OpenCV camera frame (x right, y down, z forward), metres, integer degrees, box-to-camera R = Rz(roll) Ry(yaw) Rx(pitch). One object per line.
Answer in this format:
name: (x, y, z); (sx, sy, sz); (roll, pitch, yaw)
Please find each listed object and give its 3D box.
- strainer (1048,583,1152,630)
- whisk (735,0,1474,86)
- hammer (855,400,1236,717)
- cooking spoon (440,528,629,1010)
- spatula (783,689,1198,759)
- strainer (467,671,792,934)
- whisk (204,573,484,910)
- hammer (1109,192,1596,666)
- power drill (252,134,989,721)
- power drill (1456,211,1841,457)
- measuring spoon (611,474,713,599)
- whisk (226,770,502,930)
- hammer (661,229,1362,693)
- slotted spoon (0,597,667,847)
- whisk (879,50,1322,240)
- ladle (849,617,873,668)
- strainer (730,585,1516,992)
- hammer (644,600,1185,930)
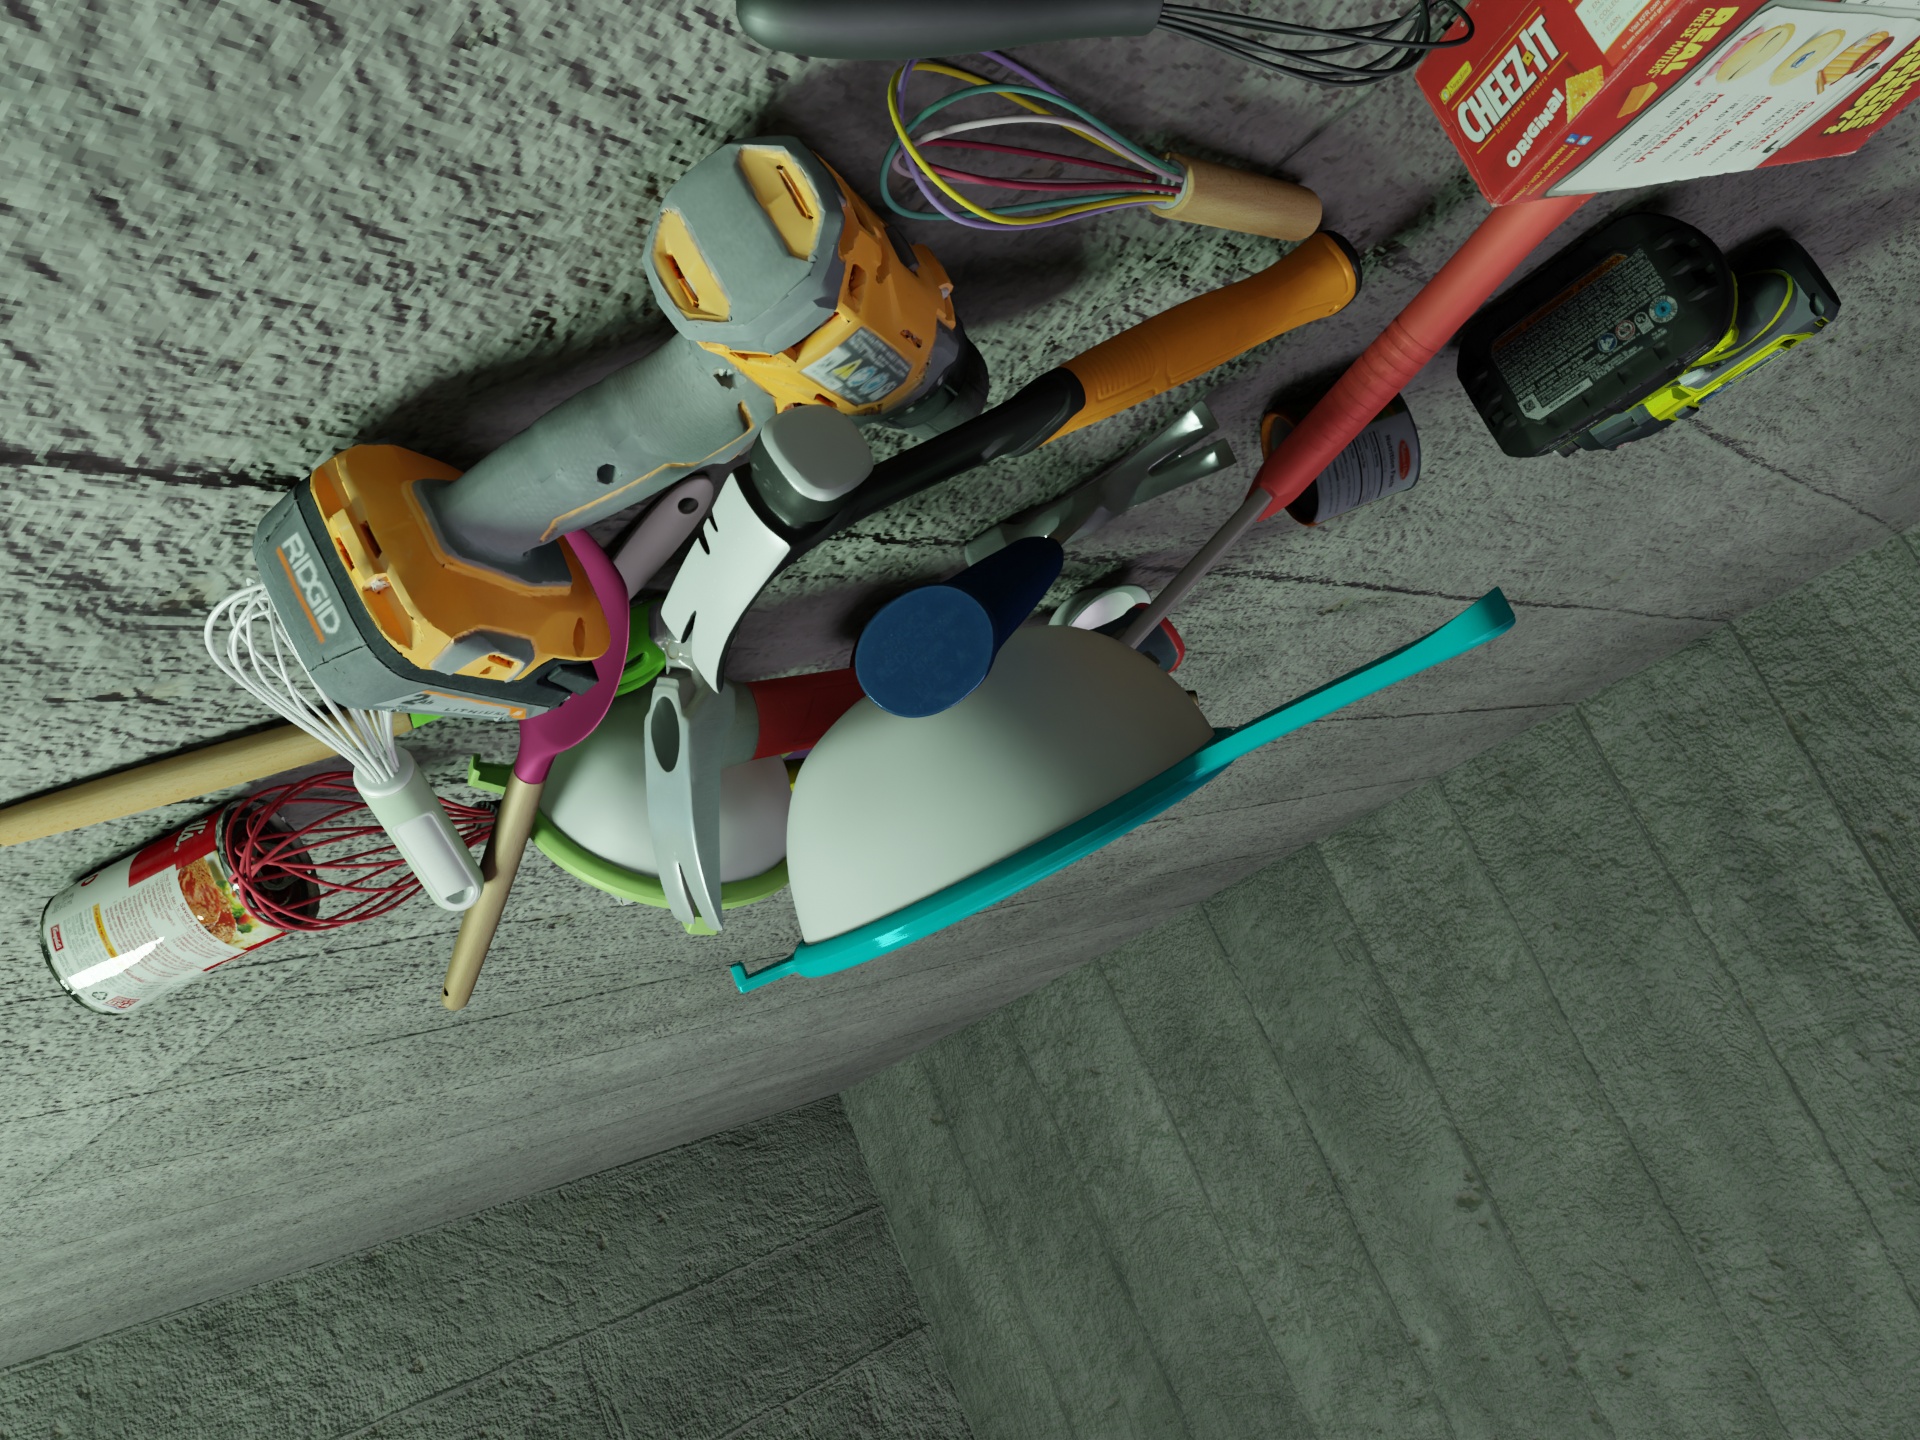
strainer: (0.036, -0.040, 0.923); (0.258, 0.050, 0.086); (-16, 138, -49)
whisk: (0.051, -0.202, 0.448); (0.239, 0.055, 0.055); (-13, 162, -24)
hammer: (0.034, -0.068, 0.626); (0.144, 0.035, 0.405); (-29, -174, 16)
cooking spoon: (-0.199, 0.039, 0.716); (0.017, 0.069, 0.318); (-21, 151, -43)
spatula: (-0.017, 0.006, 0.945); (0.316, 0.018, 0.059); (-7, 170, 1)
strainer: (-0.115, 0.005, 0.825); (0.256, 0.151, 0.069); (-35, 151, -56)
whisk: (-0.232, 0.016, 0.634); (0.058, 0.059, 0.246); (-25, 151, -14)
hammer: (0.168, -0.131, 0.742); (0.359, 0.037, 0.149); (-48, 173, 29)
power drill: (-0.098, -0.089, 0.546); (0.226, 0.084, 0.185); (-33, 167, 15)
power drill: (0.375, -0.201, 0.883); (0.171, 0.080, 0.223); (-36, 164, 37)
measuring spoon: (-0.139, -0.056, 0.665); (0.034, 0.018, 0.124); (21, 127, -37)
whisk: (-0.252, 0.055, 0.801); (0.073, 0.073, 0.295); (-30, 173, 20)
hammer: (0.040, -0.115, 0.585); (0.337, 0.034, 0.127); (-32, 172, -36)
slotted spoon: (-0.268, 0.005, 0.698); (0.313, 0.031, 0.070); (-18, 163, -18)
whisk: (0.058, -0.179, 0.534); (0.245, 0.047, 0.051); (-12, 139, -50)
ladle: (-0.037, -0.015, 0.975); (0.069, 0.031, 0.315); (-39, 169, -10)
strainer: (0.048, -0.005, 0.633); (0.340, 0.095, 0.211); (-29, 179, 39)
hammer: (-0.001, -0.003, 0.818); (0.038, 0.143, 0.386); (7, -169, 39)
